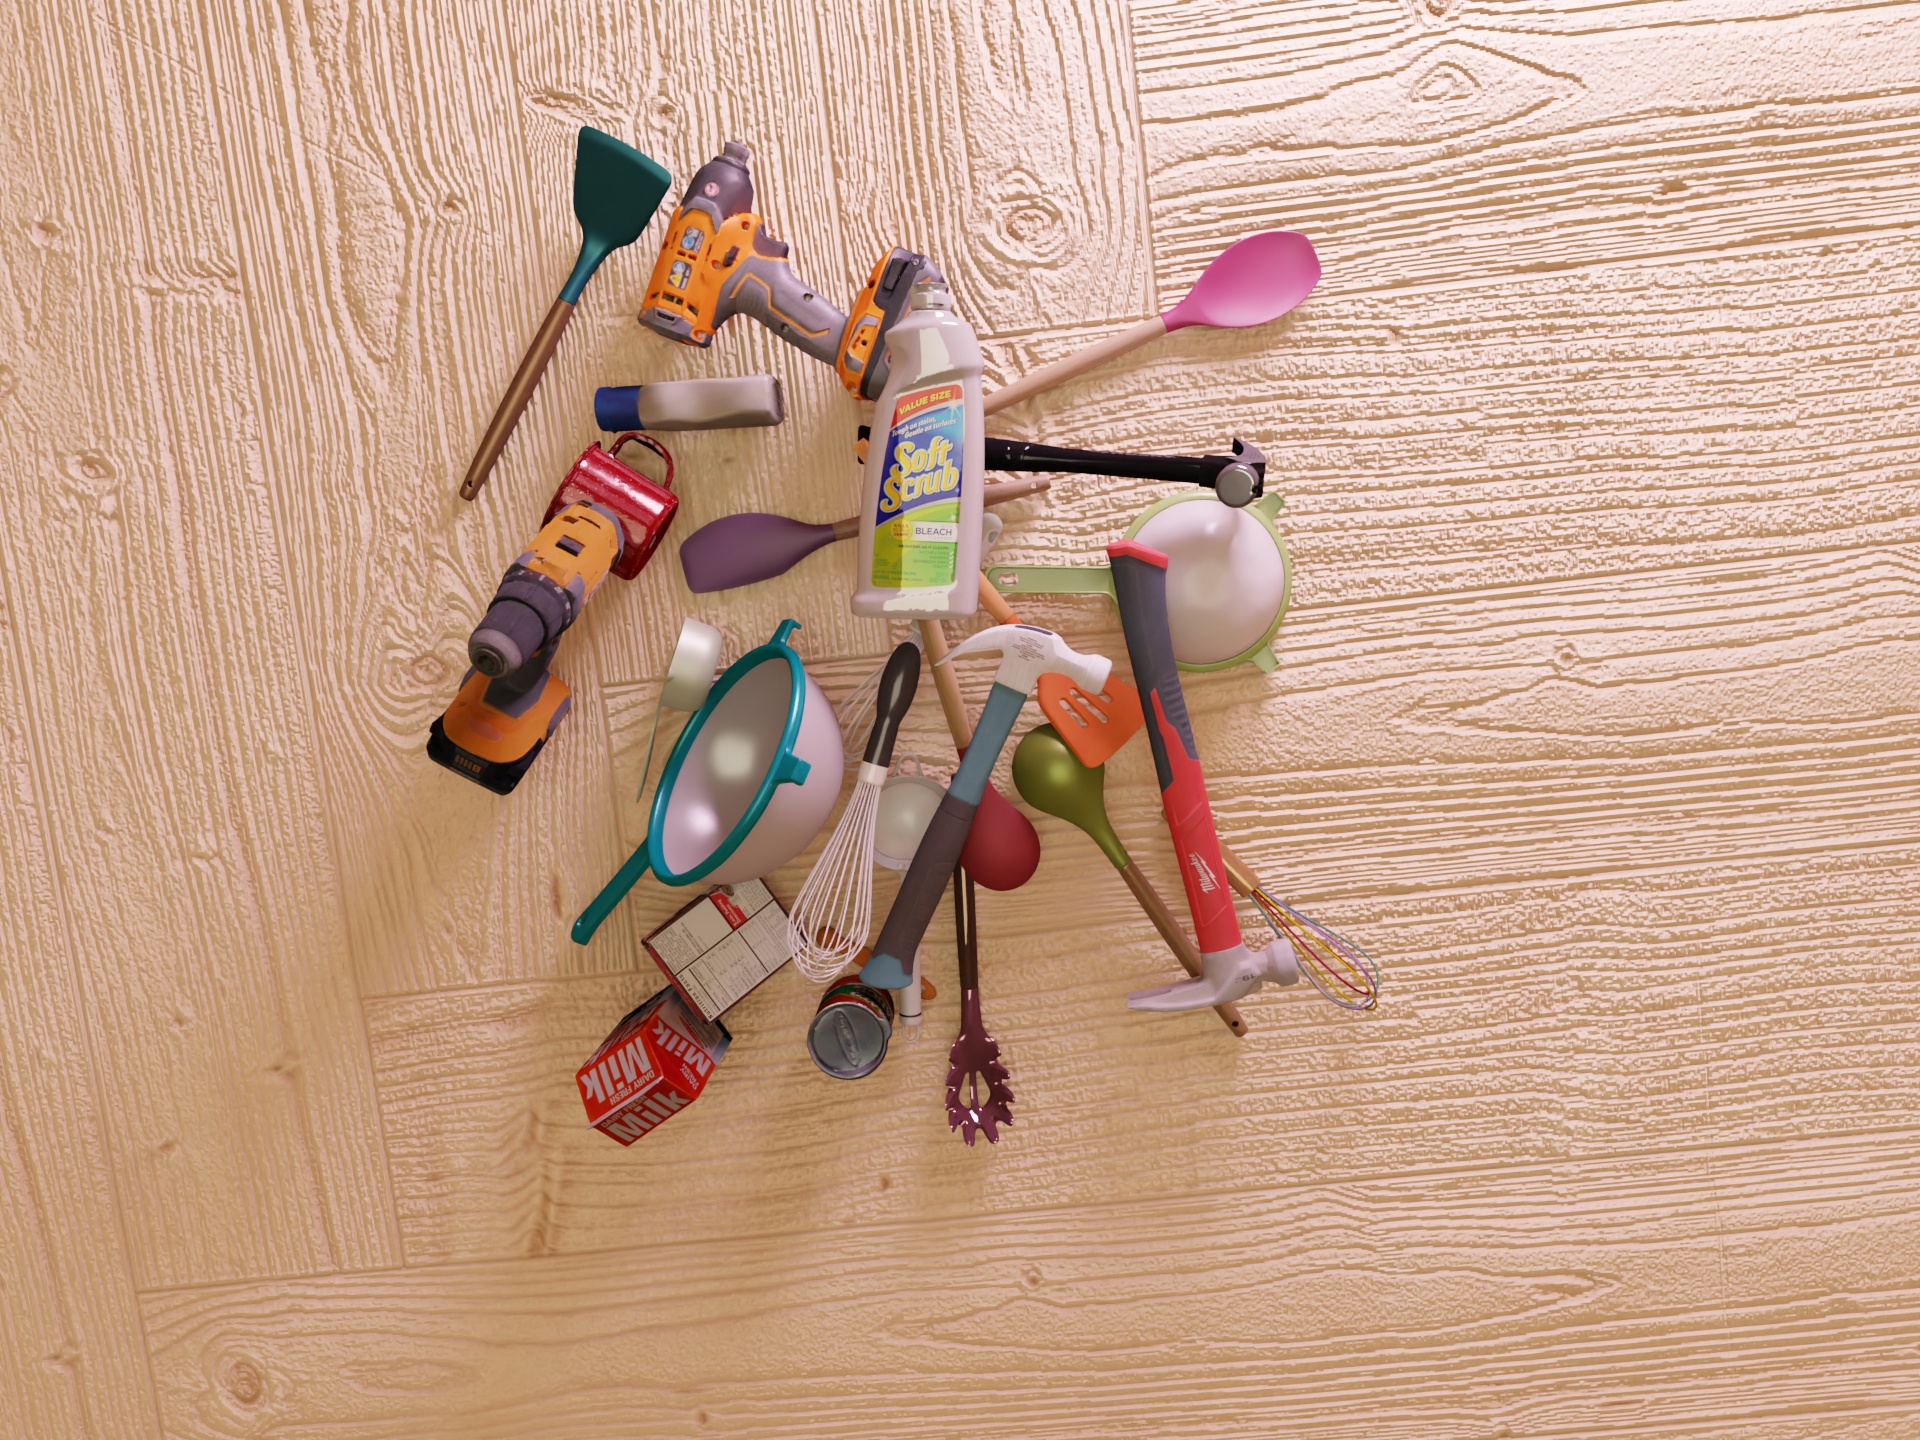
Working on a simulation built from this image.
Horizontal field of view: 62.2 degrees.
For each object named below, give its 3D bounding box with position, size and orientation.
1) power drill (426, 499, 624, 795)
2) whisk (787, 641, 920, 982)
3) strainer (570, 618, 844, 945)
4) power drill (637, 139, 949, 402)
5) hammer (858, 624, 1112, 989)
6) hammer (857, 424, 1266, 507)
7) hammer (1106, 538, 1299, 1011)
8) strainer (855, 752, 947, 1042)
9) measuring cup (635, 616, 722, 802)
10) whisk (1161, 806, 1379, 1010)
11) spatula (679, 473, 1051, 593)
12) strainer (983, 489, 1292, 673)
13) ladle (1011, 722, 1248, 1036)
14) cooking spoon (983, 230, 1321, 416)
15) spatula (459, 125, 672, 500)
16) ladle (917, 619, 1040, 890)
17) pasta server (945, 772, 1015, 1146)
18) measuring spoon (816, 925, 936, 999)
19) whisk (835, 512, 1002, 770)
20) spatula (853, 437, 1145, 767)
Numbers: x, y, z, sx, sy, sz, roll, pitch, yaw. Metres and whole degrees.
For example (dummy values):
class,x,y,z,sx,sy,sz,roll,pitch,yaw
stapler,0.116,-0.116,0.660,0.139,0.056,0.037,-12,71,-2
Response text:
class,x,y,z,sx,sy,sz,roll,pitch,yaw
power drill,-0.343,-0.042,1.227,0.084,0.185,0.226,28,128,-7
whisk,-0.081,0.073,1.284,0.070,0.070,0.284,16,90,0
strainer,-0.197,0.092,1.307,0.095,0.211,0.340,28,120,-28
power drill,-0.129,-0.355,1.269,0.226,0.084,0.164,20,97,3
hammer,-0.002,0.075,1.285,0.128,0.033,0.331,25,104,5
hammer,0.076,-0.210,1.271,0.335,0.146,0.035,7,109,13
hammer,0.161,0.047,1.277,0.143,0.038,0.386,-14,101,6
strainer,-0.046,0.149,1.344,0.087,0.050,0.258,-2,100,-8
measuring cup,-0.235,-0.003,1.325,0.038,0.083,0.167,15,107,-10
whisk,0.262,0.155,1.336,0.245,0.047,0.051,45,98,0
spatula,-0.080,-0.165,1.321,0.316,0.018,0.060,-12,97,5
strainer,0.146,-0.112,1.292,0.256,0.069,0.151,1,97,1
ladle,0.151,0.138,1.344,0.078,0.062,0.320,-34,101,6
cooking spoon,0.141,-0.312,1.294,0.319,0.017,0.069,-24,95,4
spatula,-0.338,-0.321,1.299,0.082,0.044,0.317,29,98,-5
ladle,-0.002,-0.004,1.300,0.069,0.031,0.315,-16,99,4
pasta server,0.008,0.202,1.353,0.060,0.040,0.316,-4,96,-10
measuring spoon,-0.072,0.211,1.370,0.117,0.011,0.021,29,97,-1
whisk,-0.036,-0.065,1.319,0.059,0.057,0.246,34,94,29
spatula,0.026,-0.102,1.283,0.081,0.041,0.322,-44,101,-15
